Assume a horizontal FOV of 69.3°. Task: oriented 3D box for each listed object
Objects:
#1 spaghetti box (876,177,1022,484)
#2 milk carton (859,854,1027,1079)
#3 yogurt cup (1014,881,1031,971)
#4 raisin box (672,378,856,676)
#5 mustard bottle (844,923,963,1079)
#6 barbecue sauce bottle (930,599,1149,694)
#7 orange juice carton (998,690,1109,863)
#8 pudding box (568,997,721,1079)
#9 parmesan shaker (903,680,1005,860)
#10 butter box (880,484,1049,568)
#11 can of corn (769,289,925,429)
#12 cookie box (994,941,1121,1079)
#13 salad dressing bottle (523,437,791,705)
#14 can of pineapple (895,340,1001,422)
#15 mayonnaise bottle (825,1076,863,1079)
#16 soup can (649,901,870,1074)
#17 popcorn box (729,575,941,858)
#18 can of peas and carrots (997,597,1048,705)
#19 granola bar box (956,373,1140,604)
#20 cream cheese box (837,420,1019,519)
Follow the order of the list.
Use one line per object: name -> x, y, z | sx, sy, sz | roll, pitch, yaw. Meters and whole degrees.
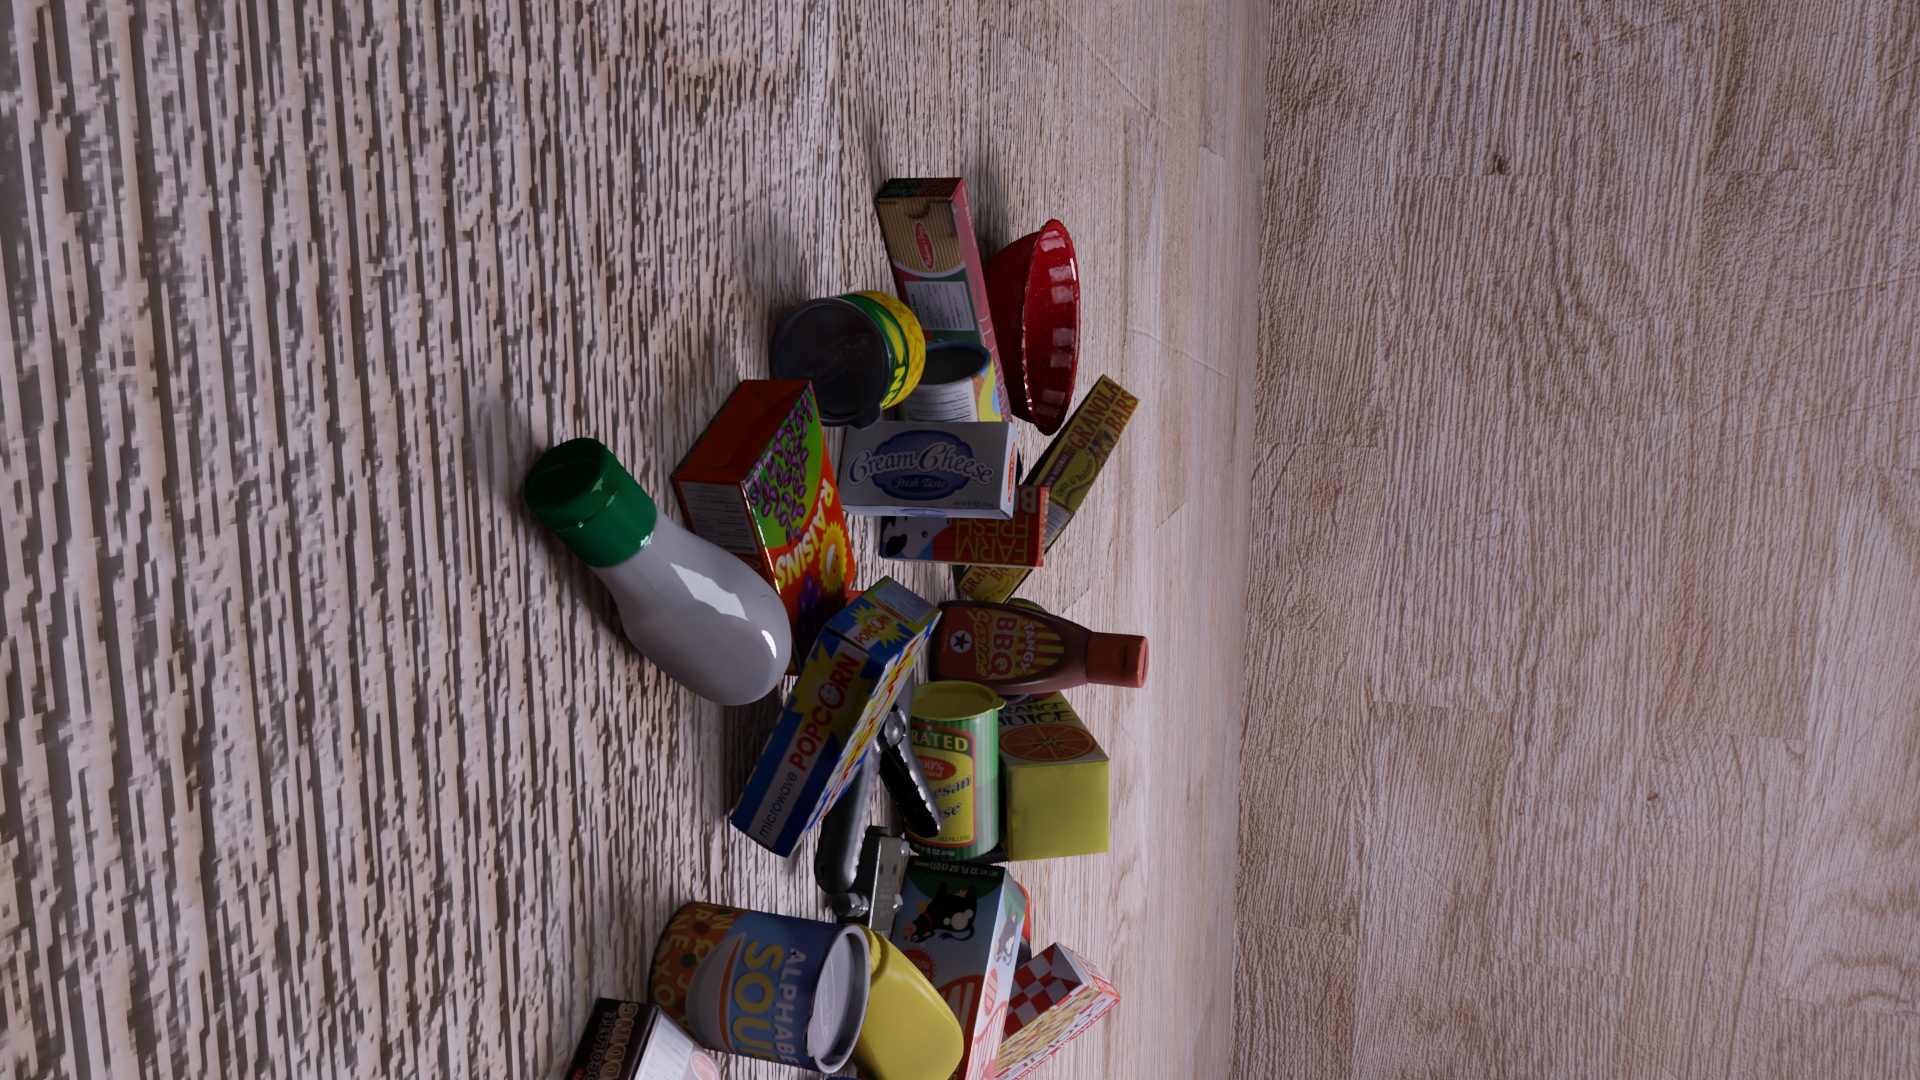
spaghetti box -> -0.003, -0.125, 0.917 | 0.248, 0.050, 0.029 | 75, 27, -44
milk carton -> -0.012, 0.318, 0.933 | 0.073, 0.072, 0.191 | 65, 34, -55
yogurt cup -> 0.023, 0.290, 1.050 | 0.054, 0.072, 0.072 | -77, 161, -51
raisin box -> -0.092, -0.006, 0.687 | 0.086, 0.040, 0.122 | -67, 154, -48
mustard bottle -> -0.050, 0.272, 0.828 | 0.065, 0.049, 0.159 | -40, 127, -21
barbecue sauce bottle -> 0.056, 0.078, 0.972 | 0.043, 0.148, 0.065 | 42, 54, -68
orange juice carton -> 0.050, 0.161, 1.026 | 0.193, 0.073, 0.071 | -127, -145, -73
pudding box -> -0.138, 0.239, 0.608 | 0.083, 0.030, 0.050 | 71, 28, -50
parmesan shaker -> -0.004, 0.154, 0.928 | 0.071, 0.071, 0.102 | -39, 130, -66
butter box -> 0.003, -0.011, 0.870 | 0.024, 0.103, 0.053 | 1, 92, -73
can of corn -> -0.056, -0.095, 0.730 | 0.058, 0.071, 0.071 | -38, 129, -67
cookie box -> 0.053, 0.371, 1.074 | 0.040, 0.123, 0.167 | 53, -1, 27
salad dressing bottle -> -0.122, 0.015, 0.573 | 0.147, 0.064, 0.044 | 58, 28, -49
can of pineapple -> -0.009, -0.088, 0.881 | 0.071, 0.071, 0.057 | -63, 150, -51
mayonnaise bottle -> -0.073, 0.384, 0.783 | 0.041, 0.065, 0.149 | 90, 9, -58
soup can -> -0.094, 0.208, 0.648 | 0.071, 0.084, 0.071 | 2, 91, -72
popcorn box -> -0.063, 0.089, 0.709 | 0.126, 0.038, 0.085 | -63, 171, 21
can of peas and carrots -> 0.034, 0.081, 1.045 | 0.059, 0.071, 0.070 | -41, 132, -64
granola bar box -> 0.068, -0.036, 1.044 | 0.123, 0.039, 0.166 | -54, -178, 42
cream cheese box -> -0.019, -0.041, 0.798 | 0.024, 0.104, 0.053 | 34, 60, -65
